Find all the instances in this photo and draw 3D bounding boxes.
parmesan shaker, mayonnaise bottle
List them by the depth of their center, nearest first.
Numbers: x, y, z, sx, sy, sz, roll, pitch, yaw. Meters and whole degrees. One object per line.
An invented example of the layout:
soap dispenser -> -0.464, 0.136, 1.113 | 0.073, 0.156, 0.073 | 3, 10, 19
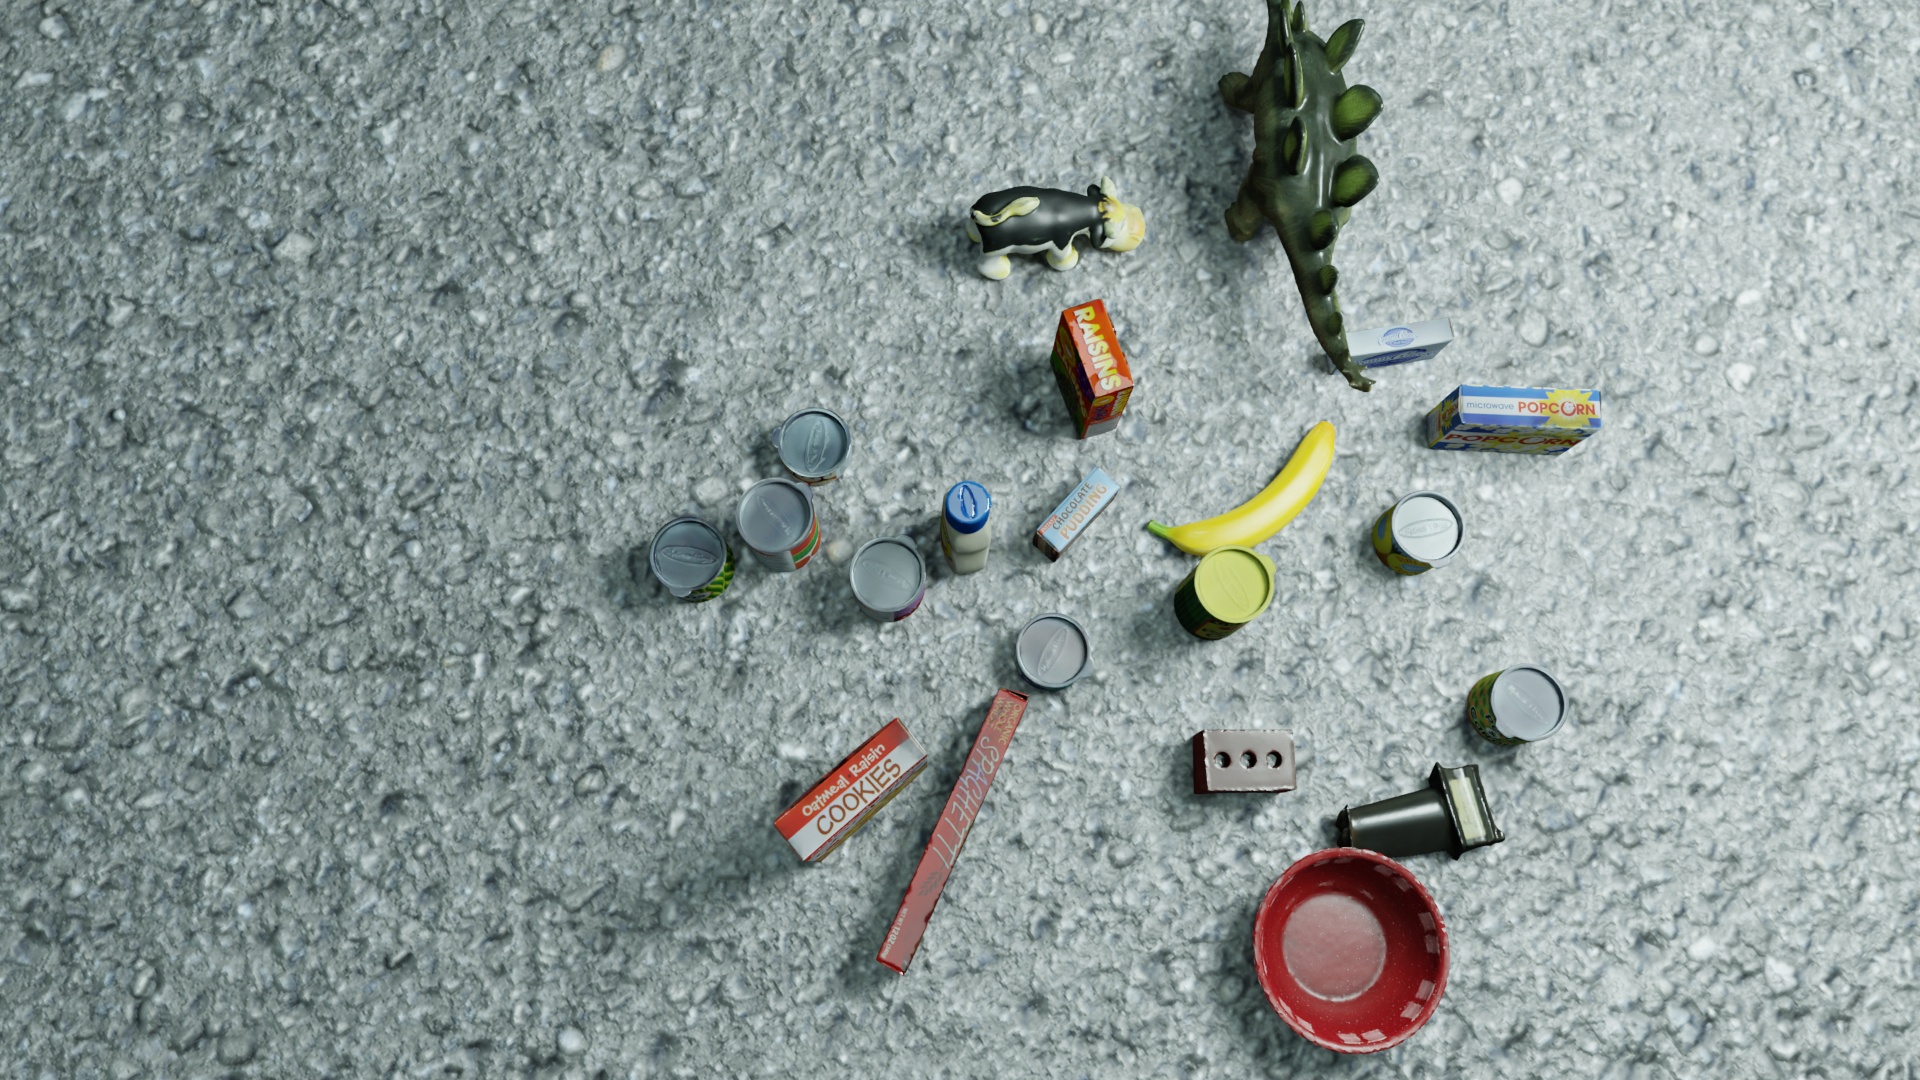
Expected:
mayonnaise bottle -> 0.004, -0.015, 1.183 | 0.041, 0.147, 0.065 | -12, 77, -4
parmesan shaker -> 0.228, 0.046, 1.196 | 0.071, 0.103, 0.071 | 0, 77, -1

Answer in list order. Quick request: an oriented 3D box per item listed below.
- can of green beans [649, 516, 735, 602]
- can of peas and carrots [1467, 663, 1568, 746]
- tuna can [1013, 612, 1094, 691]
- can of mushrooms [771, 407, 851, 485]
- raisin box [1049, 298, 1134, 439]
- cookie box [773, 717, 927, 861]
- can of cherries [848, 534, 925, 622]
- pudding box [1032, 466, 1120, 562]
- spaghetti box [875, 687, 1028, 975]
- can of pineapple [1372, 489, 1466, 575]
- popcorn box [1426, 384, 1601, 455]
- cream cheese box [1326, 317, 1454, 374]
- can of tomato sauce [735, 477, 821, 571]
can of green beans -> -0.234, 0.018, 1.216 | 0.071, 0.057, 0.071 | 0, 76, -1
can of peas and carrots -> 0.479, 0.145, 1.200 | 0.071, 0.058, 0.071 | 0, 76, -1
tuna can -> 0.082, 0.099, 1.216 | 0.071, 0.032, 0.071 | 0, 76, -1
can of mushrooms -> -0.134, -0.085, 1.256 | 0.071, 0.033, 0.071 | 0, 76, -1
raisin box -> 0.116, -0.149, 1.231 | 0.040, 0.123, 0.086 | -18, 78, -5
cookie box -> -0.085, 0.203, 1.117 | 0.123, 0.167, 0.040 | -40, 81, -10
can of cherries -> -0.061, 0.033, 1.216 | 0.071, 0.058, 0.071 | 0, 76, -1
pudding box -> 0.103, -0.023, 1.238 | 0.030, 0.049, 0.084 | 42, 79, 8
spaghetti box -> -0.005, 0.241, 1.170 | 0.029, 0.050, 0.250 | 24, 77, 5
can of pineapple -> 0.407, -0.004, 1.236 | 0.071, 0.057, 0.071 | 0, 76, -1
popcorn box -> 0.496, -0.108, 1.249 | 0.127, 0.085, 0.038 | 2, 77, -1
cream cheese box -> 0.395, -0.179, 1.281 | 0.104, 0.053, 0.024 | -9, 77, -3
can of tomato sauce -> -0.156, -0.014, 1.212 | 0.071, 0.083, 0.071 | 0, 77, -1
